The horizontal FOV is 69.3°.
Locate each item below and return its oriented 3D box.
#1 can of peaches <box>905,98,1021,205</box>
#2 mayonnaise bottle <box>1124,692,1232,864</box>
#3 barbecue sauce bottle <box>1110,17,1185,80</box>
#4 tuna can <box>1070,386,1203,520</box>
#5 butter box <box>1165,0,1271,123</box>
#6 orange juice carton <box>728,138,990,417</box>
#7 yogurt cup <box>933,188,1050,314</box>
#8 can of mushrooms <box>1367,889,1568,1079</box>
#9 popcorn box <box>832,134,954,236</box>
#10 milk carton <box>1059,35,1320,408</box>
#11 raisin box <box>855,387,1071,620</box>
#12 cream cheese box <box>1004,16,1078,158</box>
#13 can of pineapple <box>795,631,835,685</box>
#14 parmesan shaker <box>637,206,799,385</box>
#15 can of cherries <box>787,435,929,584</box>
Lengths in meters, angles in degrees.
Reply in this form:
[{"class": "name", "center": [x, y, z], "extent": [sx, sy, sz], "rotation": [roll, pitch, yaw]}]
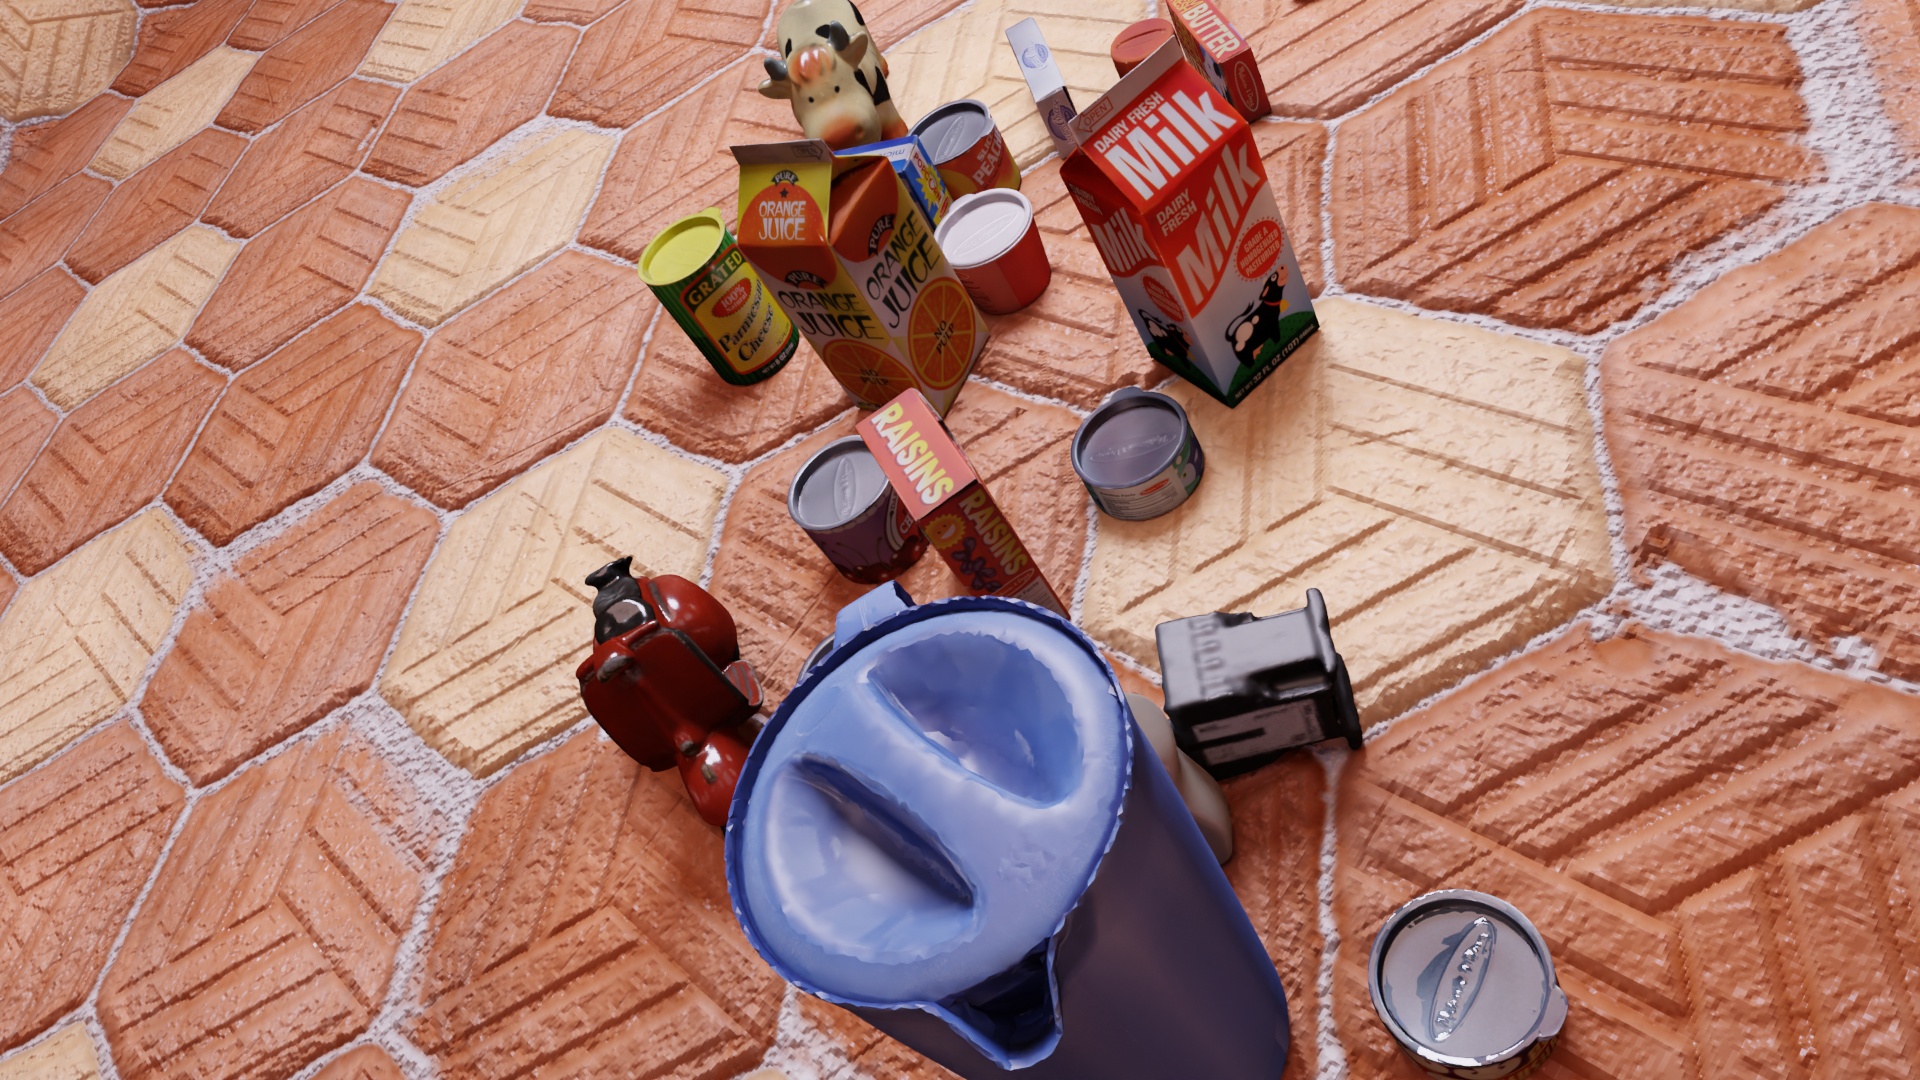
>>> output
[{"class": "can of peaches", "center": [0.003, -0.260, 0.958], "extent": [0.071, 0.058, 0.071], "rotation": [-16, 49, 19]}, {"class": "mayonnaise bottle", "center": [0.064, 0.094, 0.573], "extent": [0.064, 0.147, 0.041], "rotation": [-17, 48, 18]}, {"class": "barbecue sauce bottle", "center": [0.127, -0.228, 0.798], "extent": [0.065, 0.148, 0.044], "rotation": [-13, 50, 21]}, {"class": "tuna can", "center": [0.096, -0.047, 0.750], "extent": [0.071, 0.032, 0.071], "rotation": [-16, 49, 19]}, {"class": "butter box", "center": [0.169, -0.322, 0.917], "extent": [0.024, 0.053, 0.104], "rotation": [-27, 46, 8]}, {"class": "orange juice carton", "center": [-0.062, -0.162, 0.821], "extent": [0.072, 0.192, 0.073], "rotation": [9, 60, 35]}, {"class": "yogurt cup", "center": [0.023, -0.182, 0.886], "extent": [0.072, 0.053, 0.073], "rotation": [-16, 49, 19]}, {"class": "can of mushrooms", "center": [0.191, 0.169, 0.520], "extent": [0.071, 0.033, 0.071], "rotation": [-16, 49, 19]}, {"class": "popcorn box", "center": [-0.069, -0.223, 0.950], "extent": [0.126, 0.085, 0.038], "rotation": [-3, 54, 28]}, {"class": "milk carton", "center": [0.116, -0.165, 0.723], "extent": [0.072, 0.190, 0.073], "rotation": [-42, 46, -6]}, {"class": "raisin box", "center": [0.003, -0.009, 0.709], "extent": [0.040, 0.123, 0.086], "rotation": [-34, 45, 1]}, {"class": "cream cheese box", "center": [0.061, -0.318, 0.975], "extent": [0.024, 0.053, 0.104], "rotation": [-25, 46, 11]}, {"class": "can of pineapple", "center": [-0.043, 0.084, 0.706], "extent": [0.071, 0.057, 0.071], "rotation": [-16, 49, 19]}, {"class": "parmesan shaker", "center": [-0.160, -0.164, 0.941], "extent": [0.071, 0.102, 0.072], "rotation": [-16, 49, 19]}, {"class": "can of cherries", "center": [-0.054, -0.017, 0.793], "extent": [0.071, 0.058, 0.072], "rotation": [-16, 49, 19]}]
